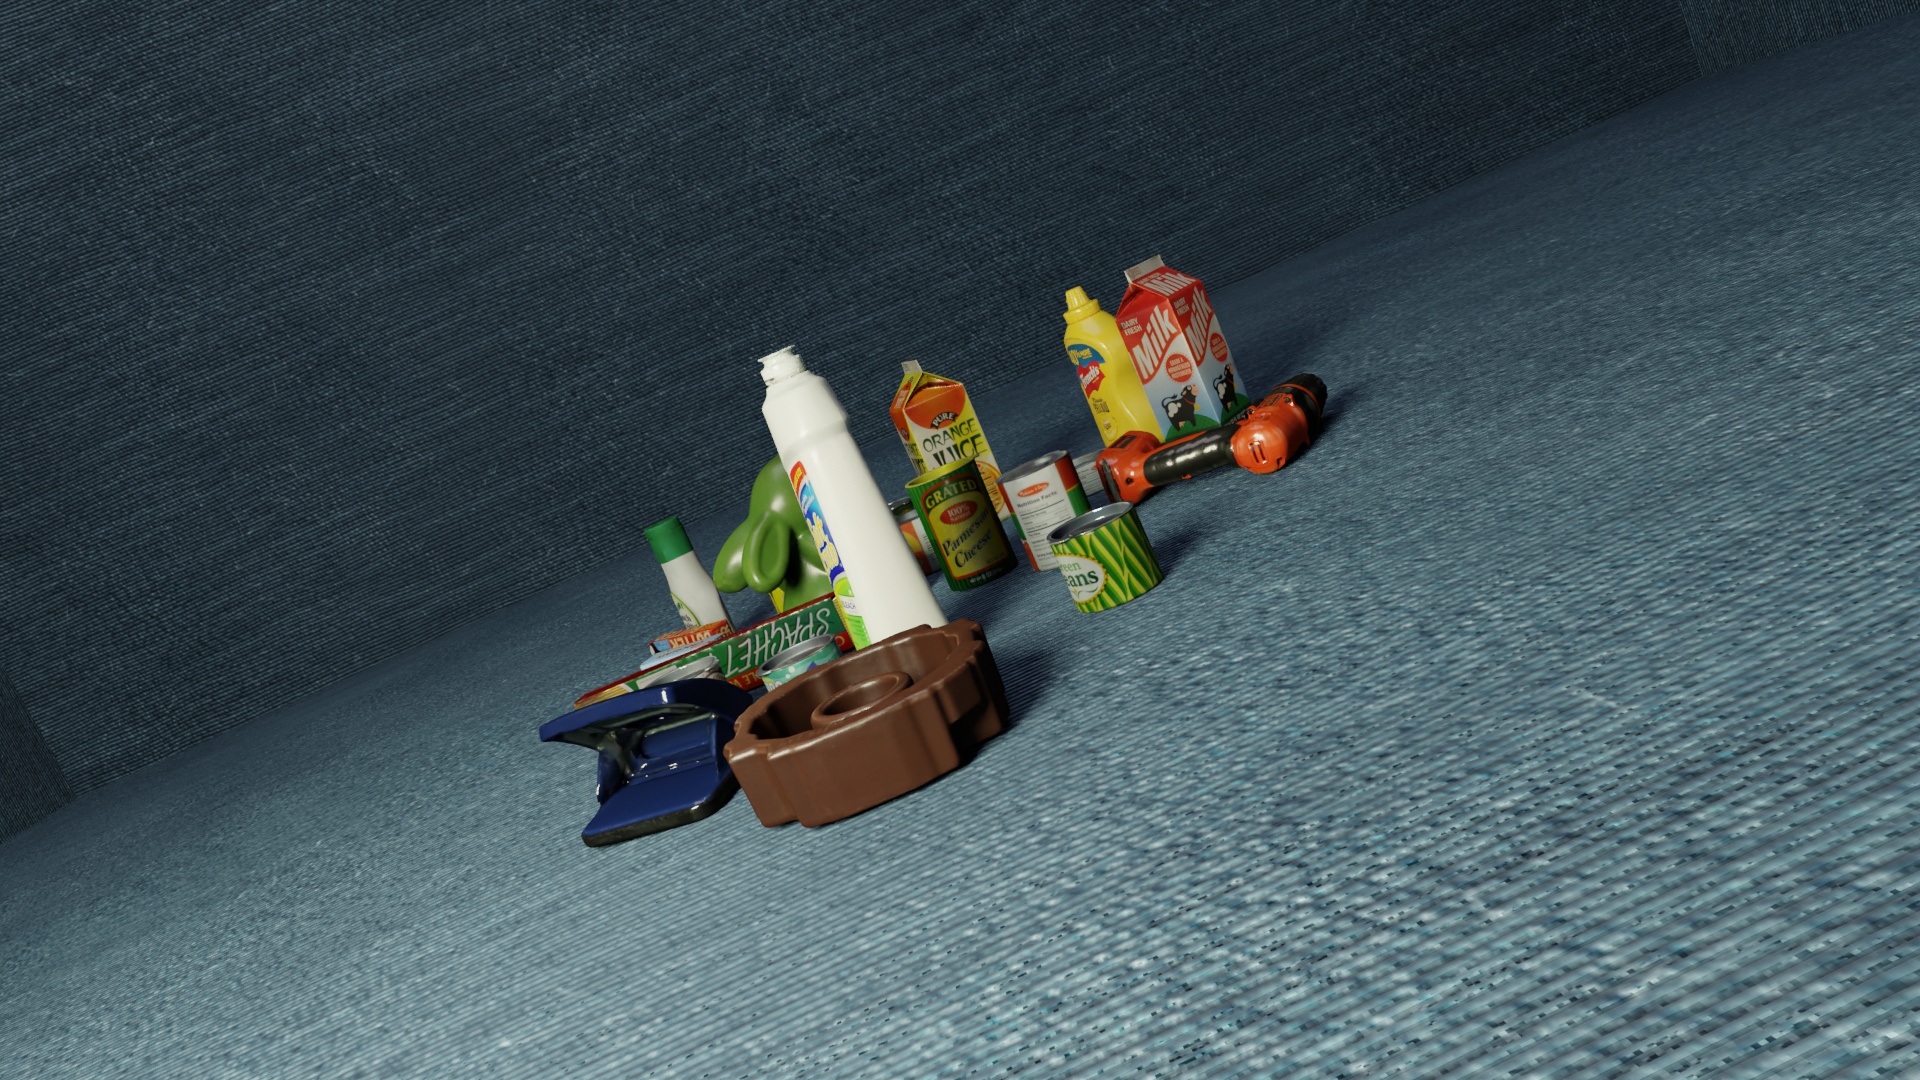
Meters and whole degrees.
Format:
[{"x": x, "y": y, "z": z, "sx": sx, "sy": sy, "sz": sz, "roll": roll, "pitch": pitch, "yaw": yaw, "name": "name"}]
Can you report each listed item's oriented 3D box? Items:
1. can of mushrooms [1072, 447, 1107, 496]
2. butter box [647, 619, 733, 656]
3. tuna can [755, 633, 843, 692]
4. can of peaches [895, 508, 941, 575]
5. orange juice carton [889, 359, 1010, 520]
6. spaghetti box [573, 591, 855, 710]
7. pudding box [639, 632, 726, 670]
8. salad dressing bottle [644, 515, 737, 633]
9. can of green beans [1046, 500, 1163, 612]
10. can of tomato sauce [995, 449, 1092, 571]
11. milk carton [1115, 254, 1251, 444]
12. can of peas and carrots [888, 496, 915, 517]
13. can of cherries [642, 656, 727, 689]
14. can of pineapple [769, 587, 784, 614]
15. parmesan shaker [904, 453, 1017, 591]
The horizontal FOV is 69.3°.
[{"x": 0.129, "y": -0.068, "z": 1.420, "sx": 0.071, "sy": 0.033, "sz": 0.071, "roll": -23, "pitch": 9, "yaw": 4, "name": "can of mushrooms"}, {"x": -0.244, "y": 0.108, "z": 1.295, "sx": 0.103, "sy": 0.053, "sz": 0.024, "roll": -15, "pitch": 13, "yaw": 42, "name": "butter box"}, {"x": -0.125, "y": 0.103, "z": 1.093, "sx": 0.071, "sy": 0.032, "sz": 0.071, "roll": -23, "pitch": 9, "yaw": 4, "name": "tuna can"}, {"x": -0.039, "y": 0.001, "z": 1.374, "sx": 0.071, "sy": 0.058, "sz": 0.071, "roll": -23, "pitch": 9, "yaw": 4, "name": "can of peaches"}, {"x": -0.017, "y": -0.104, "z": 1.484, "sx": 0.073, "sy": 0.192, "sz": 0.072, "roll": -26, "pitch": 9, "yaw": -11, "name": "orange juice carton"}, {"x": -0.208, "y": 0.112, "z": 1.191, "sx": 0.250, "sy": 0.050, "sz": 0.029, "roll": -23, "pitch": 9, "yaw": 7, "name": "spaghetti box"}, {"x": -0.239, "y": 0.118, "z": 1.239, "sx": 0.083, "sy": 0.049, "sz": 0.030, "roll": -19, "pitch": 10, "yaw": 27, "name": "pudding box"}, {"x": -0.269, "y": 0.049, "z": 1.393, "sx": 0.044, "sy": 0.147, "sz": 0.064, "roll": -28, "pitch": 10, "yaw": -22, "name": "salad dressing bottle"}, {"x": 0.102, "y": 0.011, "z": 0.975, "sx": 0.071, "sy": 0.057, "sz": 0.071, "roll": -23, "pitch": 9, "yaw": 4, "name": "can of green beans"}, {"x": 0.076, "y": -0.026, "z": 1.165, "sx": 0.071, "sy": 0.083, "sz": 0.071, "roll": -23, "pitch": 9, "yaw": 4, "name": "can of tomato sauce"}, {"x": 0.225, "y": -0.200, "z": 1.439, "sx": 0.073, "sy": 0.190, "sz": 0.073, "roll": -15, "pitch": 12, "yaw": 44, "name": "milk carton"}, {"x": -0.067, "y": -0.010, "z": 1.496, "sx": 0.071, "sy": 0.058, "sz": 0.071, "roll": -23, "pitch": 9, "yaw": 4, "name": "can of peas and carrots"}, {"x": -0.203, "y": 0.129, "z": 1.064, "sx": 0.071, "sy": 0.058, "sz": 0.071, "roll": -23, "pitch": 9, "yaw": 4, "name": "can of cherries"}, {"x": -0.160, "y": 0.050, "z": 1.396, "sx": 0.071, "sy": 0.057, "sz": 0.071, "roll": -23, "pitch": 9, "yaw": 4, "name": "can of pineapple"}, {"x": 0.004, "y": -0.015, "z": 1.220, "sx": 0.071, "sy": 0.103, "sz": 0.071, "roll": -23, "pitch": 9, "yaw": 4, "name": "parmesan shaker"}]
